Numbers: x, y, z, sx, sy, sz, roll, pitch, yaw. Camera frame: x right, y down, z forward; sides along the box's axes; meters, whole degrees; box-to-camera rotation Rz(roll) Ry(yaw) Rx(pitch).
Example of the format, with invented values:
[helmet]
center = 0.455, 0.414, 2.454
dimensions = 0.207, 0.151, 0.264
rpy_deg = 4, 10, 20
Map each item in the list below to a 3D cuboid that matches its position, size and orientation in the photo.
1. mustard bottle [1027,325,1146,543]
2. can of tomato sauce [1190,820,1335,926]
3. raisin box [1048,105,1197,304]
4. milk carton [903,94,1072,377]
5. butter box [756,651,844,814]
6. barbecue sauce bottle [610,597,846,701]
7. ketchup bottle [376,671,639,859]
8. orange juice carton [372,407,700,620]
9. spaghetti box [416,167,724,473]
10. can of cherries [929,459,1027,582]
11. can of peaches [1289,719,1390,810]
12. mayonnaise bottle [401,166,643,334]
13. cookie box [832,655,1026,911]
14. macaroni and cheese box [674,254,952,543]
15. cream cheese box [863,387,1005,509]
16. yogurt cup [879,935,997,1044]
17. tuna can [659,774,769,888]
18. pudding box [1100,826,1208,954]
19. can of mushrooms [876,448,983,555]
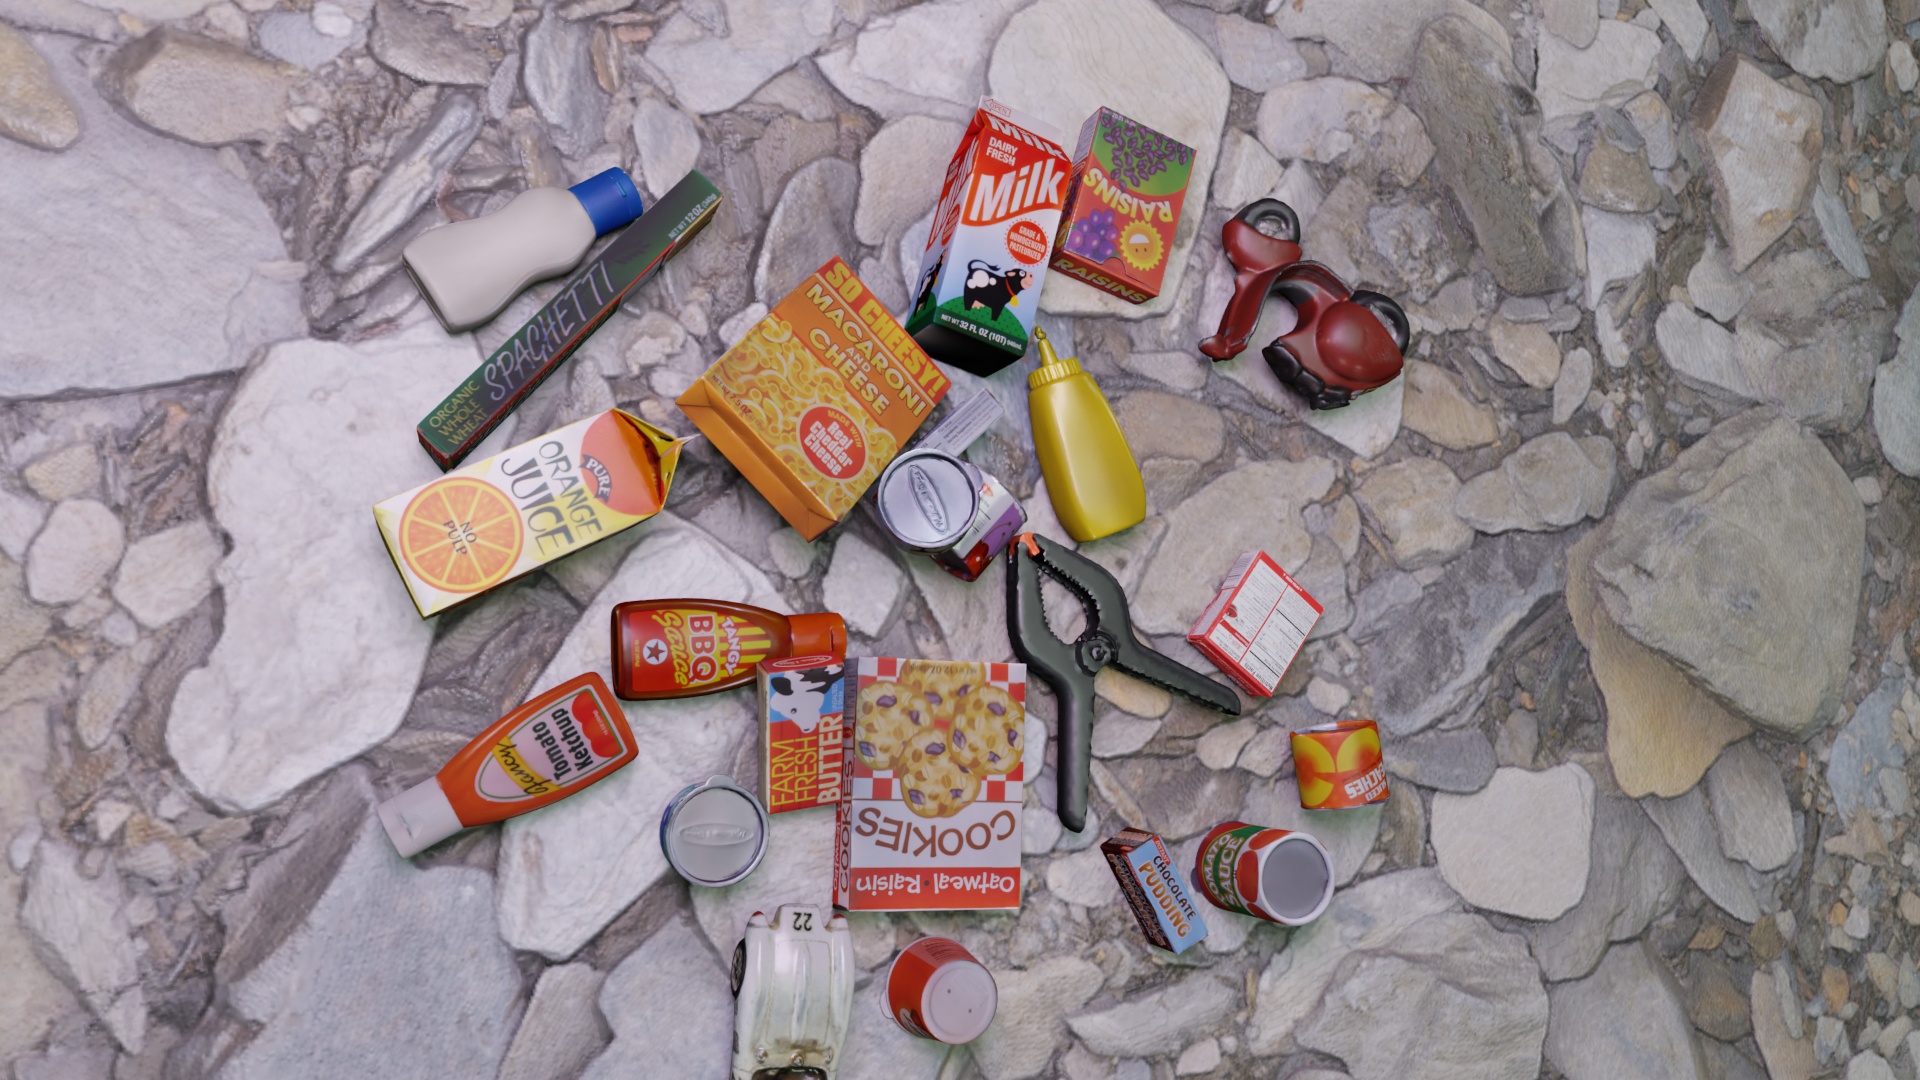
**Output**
[mustard bottle]
center = 0.084, -0.080, 1.010
dimensions = 0.065, 0.048, 0.160
rpy_deg = -19, 90, -22
[can of tomato sauce]
center = 0.218, 0.240, 1.005
dimensions = 0.071, 0.083, 0.071
rpy_deg = 3, 83, -21
[raisin box]
center = 0.122, -0.252, 1.051
dimensions = 0.086, 0.040, 0.123
rpy_deg = 20, 78, -19
[milk carton]
center = 0.023, -0.221, 0.990
dimensions = 0.072, 0.073, 0.191
rpy_deg = 19, 77, -18
[butter box]
center = -0.104, 0.125, 0.904
dimensions = 0.053, 0.024, 0.103
rpy_deg = -6, 111, -23
[barbecue sauce bottle]
center = -0.150, 0.068, 0.904
dimensions = 0.149, 0.043, 0.065
rpy_deg = -2, 87, -22
[ketchup bottle]
center = -0.276, 0.140, 0.847
dimensions = 0.149, 0.043, 0.064
rpy_deg = -28, 95, -21
[orange juice carton]
center = -0.255, -0.024, 0.859
dimensions = 0.193, 0.071, 0.073
rpy_deg = -26, 94, -22
[spaghetti box]
center = -0.247, -0.143, 0.888
dimensions = 0.028, 0.050, 0.251
rpy_deg = 44, 71, -10
[can of cherries]
center = 0.003, -0.012, 0.962
dimensions = 0.071, 0.071, 0.058
rpy_deg = 43, 75, -12
[can of peaches]
center = 0.287, 0.169, 1.048
dimensions = 0.071, 0.071, 0.058
rpy_deg = -7, 85, -22
[mayonnaise bottle]
center = -0.275, -0.192, 0.889
dimensions = 0.148, 0.041, 0.064
rpy_deg = -34, 98, -22
[cookie box]
center = -0.020, 0.166, 0.946
dimensions = 0.123, 0.040, 0.167
rpy_deg = 5, 81, -21
[macaroni and cheese box]
center = -0.091, -0.097, 0.914
dimensions = 0.123, 0.040, 0.167
rpy_deg = 48, 45, -12
[cream cheese box]
center = -0.018, -0.062, 0.966
dimensions = 0.104, 0.053, 0.024
rpy_deg = -43, 98, -20
[yogurt cup]
center = -0.010, 0.302, 0.925
dimensions = 0.072, 0.054, 0.072
rpy_deg = 3, 83, -22
[tuna can]
center = -0.159, 0.185, 0.892
dimensions = 0.071, 0.032, 0.071
rpy_deg = 2, 83, -21
[pudding box]
center = 0.138, 0.249, 0.991
dimensions = 0.030, 0.049, 0.083
rpy_deg = -28, 94, -20
[can of mushrooms]
center = -0.020, -0.025, 0.907
dimensions = 0.071, 0.033, 0.071
rpy_deg = 2, 77, -7
